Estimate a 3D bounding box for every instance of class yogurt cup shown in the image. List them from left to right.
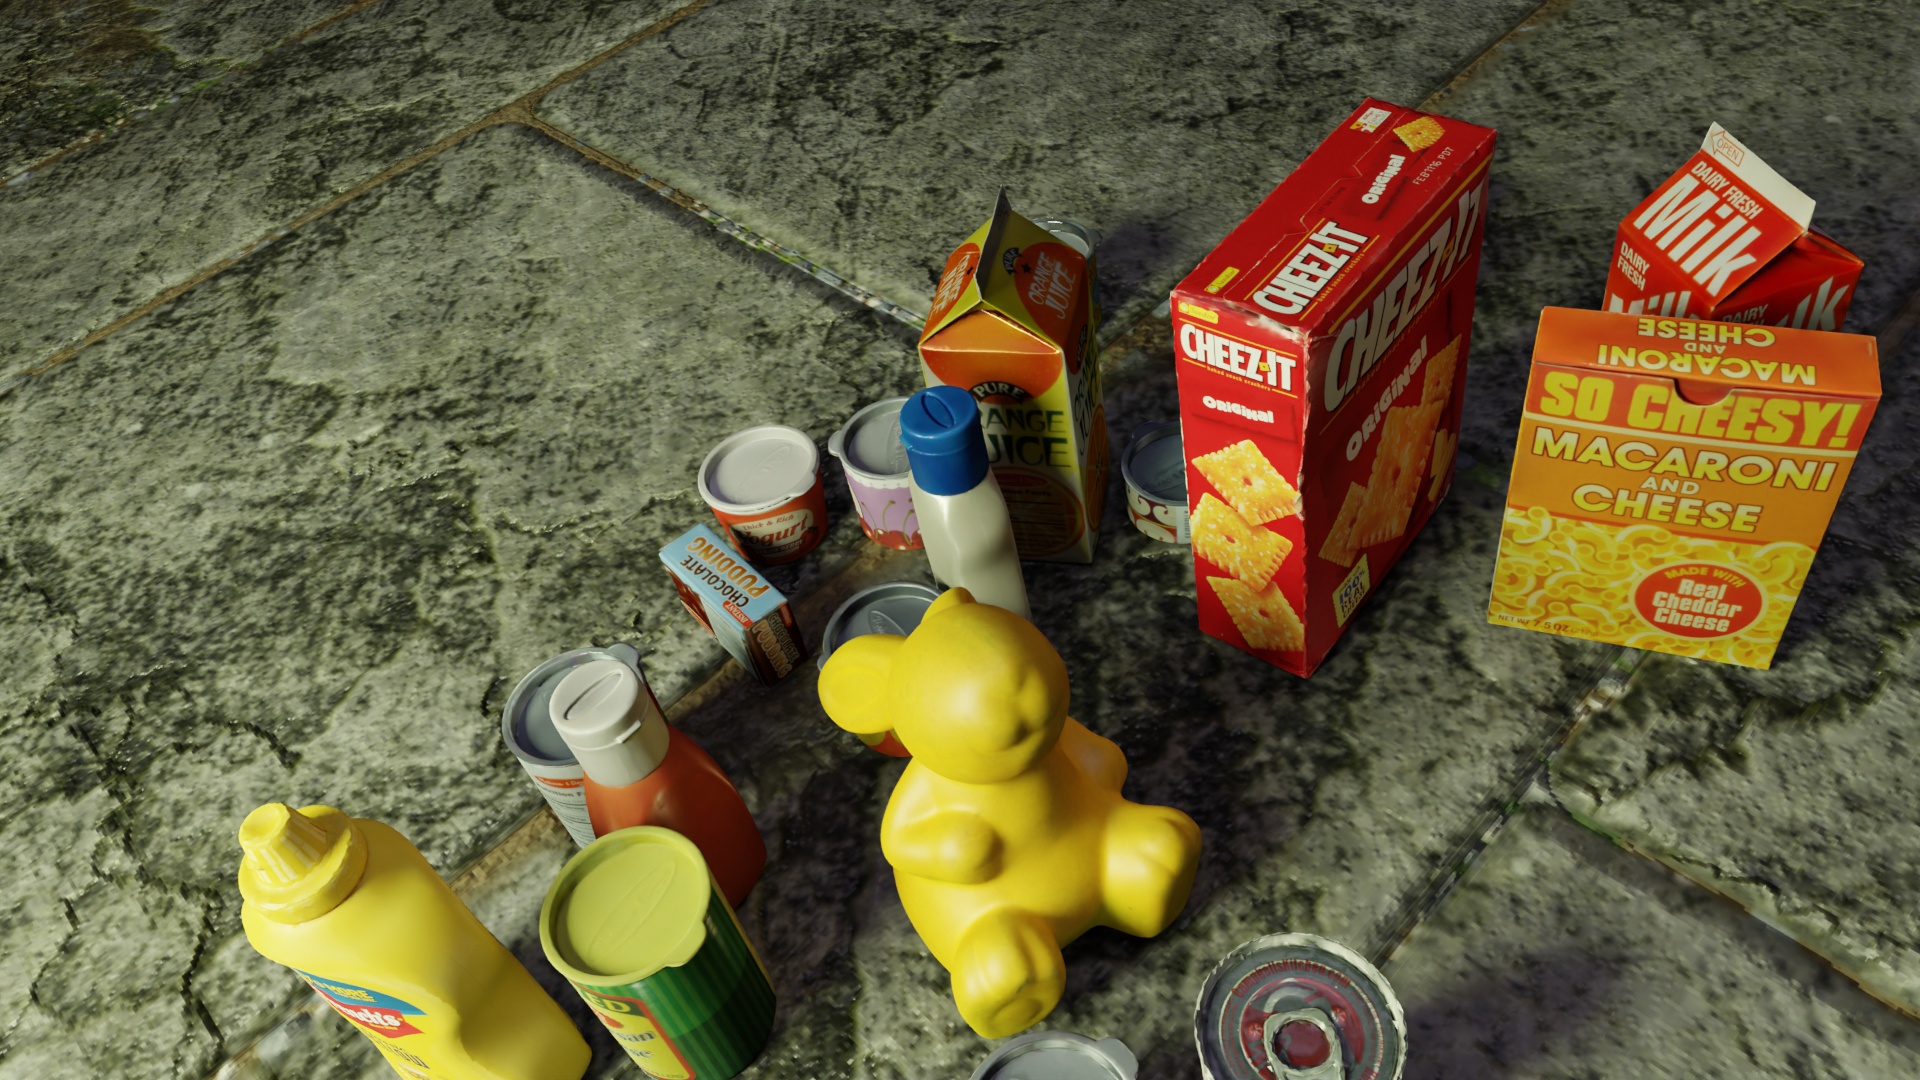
[{"bbox_3d":[-0.107,-0.023,0.776,0.072,0.053,0.073,-6,46,7],"label":"yogurt cup"}]

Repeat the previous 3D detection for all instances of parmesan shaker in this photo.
[{"bbox_3d":[-0.116,0.172,0.558,0.071,0.102,0.072,-6,46,7],"label":"parmesan shaker"}]

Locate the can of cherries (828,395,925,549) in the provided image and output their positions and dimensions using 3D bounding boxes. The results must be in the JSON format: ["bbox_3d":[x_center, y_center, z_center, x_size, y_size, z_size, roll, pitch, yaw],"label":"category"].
[{"bbox_3d":[-0.032,-0.037,0.769,0.071,0.058,0.072,-6,46,7],"label":"can of cherries"}]

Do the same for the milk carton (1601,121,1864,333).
[{"bbox_3d":[0.350,-0.094,0.648,0.073,0.189,0.073,-17,46,-3],"label":"milk carton"}]

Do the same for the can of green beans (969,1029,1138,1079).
[{"bbox_3d":[0.036,0.223,0.507,0.071,0.057,0.071,-6,46,7],"label":"can of green beans"}]

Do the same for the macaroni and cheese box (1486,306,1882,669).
[{"bbox_3d":[0.304,-0.019,0.603,0.124,0.165,0.040,9,50,21],"label":"macaroni and cheese box"}]

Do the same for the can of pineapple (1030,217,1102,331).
[{"bbox_3d":[0.055,-0.159,0.866,0.071,0.057,0.071,-6,46,7],"label":"can of pineapple"}]

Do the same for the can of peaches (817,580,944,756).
[{"bbox_3d":[-0.030,0.064,0.673,0.071,0.057,0.071,-6,46,7],"label":"can of peaches"}]

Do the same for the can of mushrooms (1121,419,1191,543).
[{"bbox_3d":[0.120,-0.033,0.749,0.071,0.033,0.071,-6,46,7],"label":"can of mushrooms"}]

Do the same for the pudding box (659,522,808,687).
[{"bbox_3d":[-0.119,0.033,0.728,0.030,0.049,0.084,-37,50,-21],"label":"pudding box"}]

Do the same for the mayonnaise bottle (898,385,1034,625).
[{"bbox_3d":[0.002,-0.008,0.672,0.041,0.147,0.065,-26,47,-12],"label":"mayonnaise bottle"}]

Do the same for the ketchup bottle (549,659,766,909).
[{"bbox_3d":[-0.129,0.110,0.588,0.043,0.148,0.065,29,59,33],"label":"ketchup bottle"}]

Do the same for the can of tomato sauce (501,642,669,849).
[{"bbox_3d":[-0.165,0.099,0.652,0.071,0.082,0.071,-6,46,7],"label":"can of tomato sauce"}]

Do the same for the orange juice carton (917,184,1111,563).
[{"bbox_3d":[0.029,-0.078,0.702,0.073,0.191,0.072,3,48,15],"label":"orange juice carton"}]
